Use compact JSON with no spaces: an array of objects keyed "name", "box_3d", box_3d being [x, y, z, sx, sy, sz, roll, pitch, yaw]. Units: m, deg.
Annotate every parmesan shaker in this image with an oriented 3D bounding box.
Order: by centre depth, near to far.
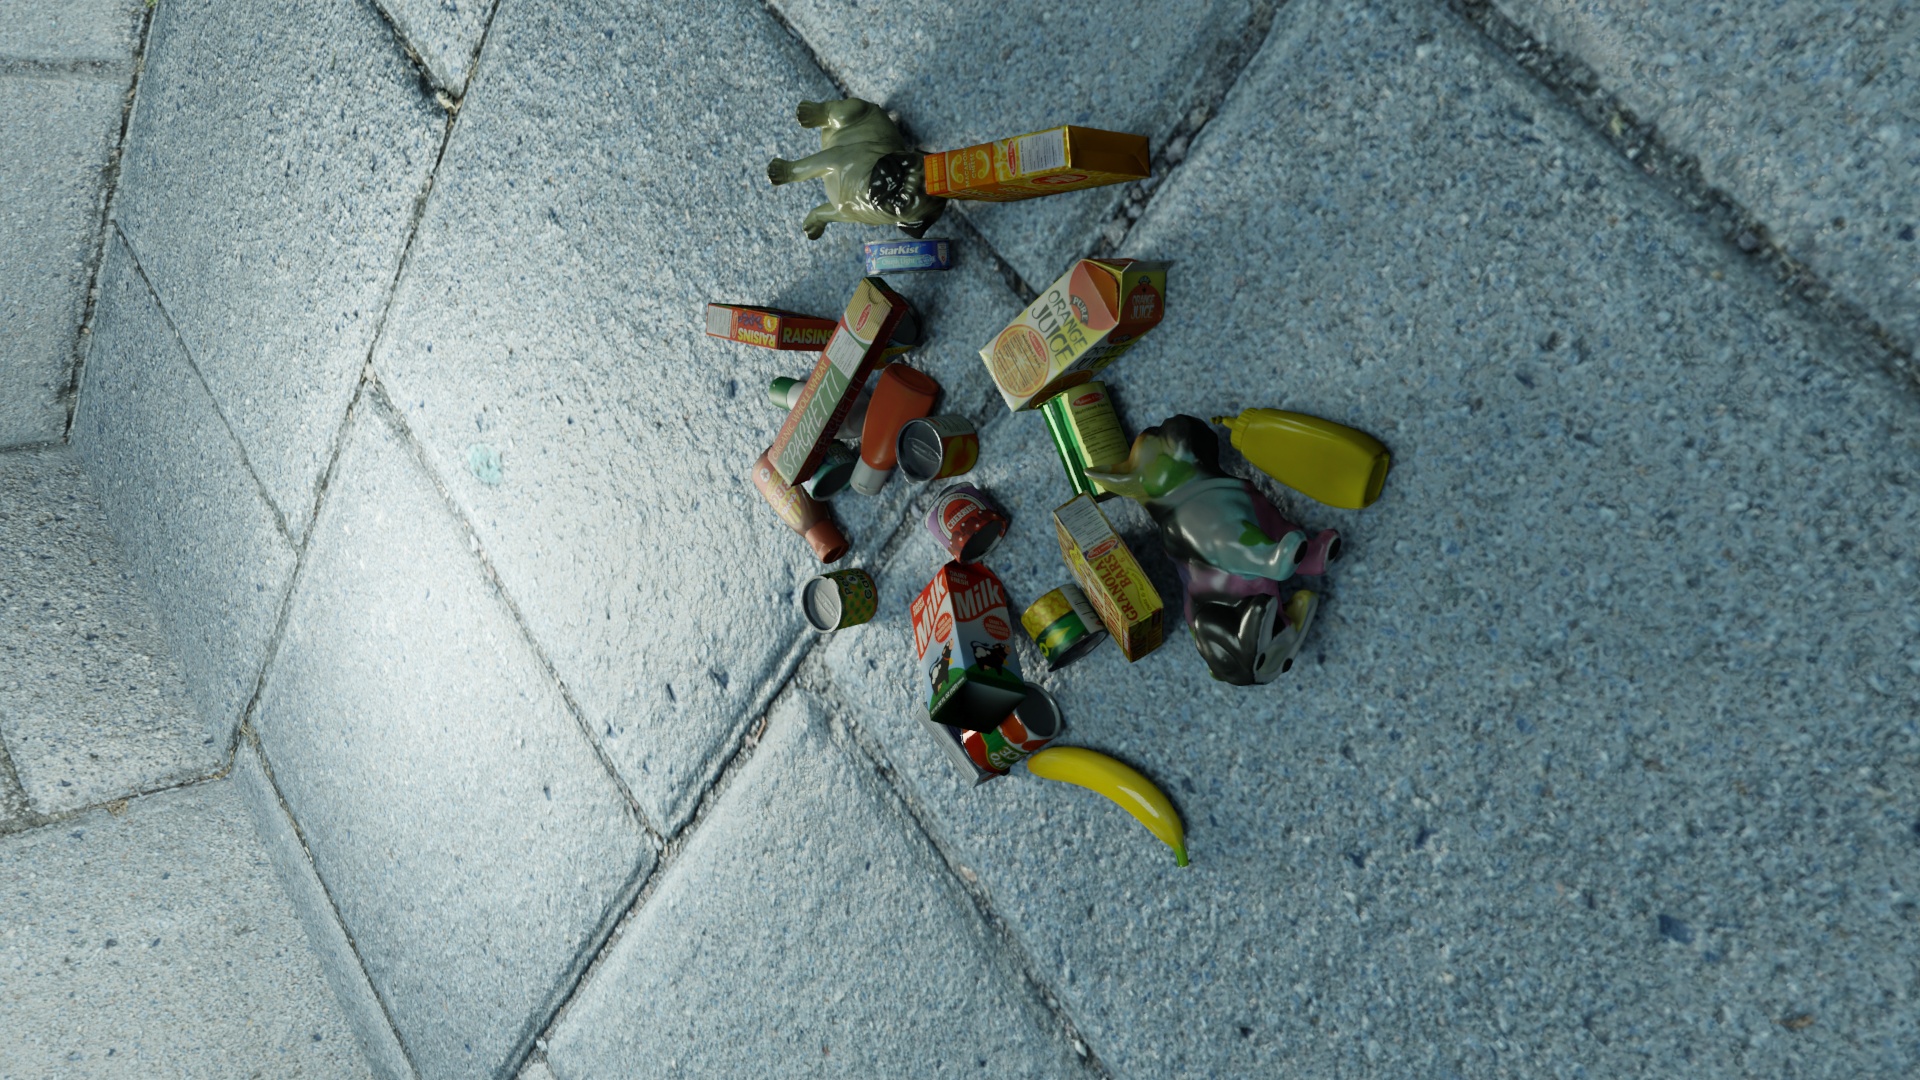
[{"name":"parmesan shaker","box_3d":[0.120,-0.089,1.301,0.071,0.071,0.103,-27,81,41]}]

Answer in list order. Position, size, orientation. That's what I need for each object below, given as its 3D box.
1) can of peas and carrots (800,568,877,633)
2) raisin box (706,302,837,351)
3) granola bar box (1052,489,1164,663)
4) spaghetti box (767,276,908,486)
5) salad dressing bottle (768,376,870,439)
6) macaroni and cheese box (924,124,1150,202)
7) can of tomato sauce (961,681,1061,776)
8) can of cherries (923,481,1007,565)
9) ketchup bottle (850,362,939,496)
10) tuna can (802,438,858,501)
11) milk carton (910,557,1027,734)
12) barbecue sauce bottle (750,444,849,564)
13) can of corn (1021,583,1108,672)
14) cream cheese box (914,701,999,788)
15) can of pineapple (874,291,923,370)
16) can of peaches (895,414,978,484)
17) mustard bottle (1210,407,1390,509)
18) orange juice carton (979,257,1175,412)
[{"name":"can of peas and carrots","box_3d":[-0.135,0.065,1.561,0.071,0.059,0.070,9,103,39]},{"name":"raisin box","box_3d":[-0.212,-0.239,1.554,0.123,0.086,0.040,18,105,38]},{"name":"granola bar box","box_3d":[0.136,0.036,1.259,0.039,0.165,0.124,-31,73,-2]},{"name":"spaghetti box","box_3d":[-0.132,-0.162,1.445,0.050,0.029,0.248,49,126,22]},{"name":"salad dressing bottle","box_3d":[-0.157,-0.152,1.545,0.148,0.044,0.064,22,67,44]},{"name":"macaroni and cheese box","box_3d":[0.069,-0.339,1.264,0.166,0.124,0.040,1,98,42]},{"name":"can of tomato sauce","box_3d":[0.053,0.192,1.414,0.082,0.071,0.071,-40,72,38]},{"name":"can of cherries","box_3d":[0.005,-0.018,1.415,0.058,0.072,0.071,47,125,24]},{"name":"ketchup bottle","box_3d":[-0.077,-0.114,1.483,0.065,0.044,0.148,29,123,2]},{"name":"tuna can","box_3d":[-0.144,-0.079,1.538,0.033,0.071,0.070,50,126,21]},{"name":"milk carton","box_3d":[0.003,0.094,1.408,0.072,0.073,0.191,-52,35,34]},{"name":"barbecue sauce bottle","box_3d":[-0.181,-0.040,1.593,0.149,0.044,0.064,53,126,20]},{"name":"can of corn","box_3d":[0.099,0.085,1.353,0.071,0.071,0.058,-48,66,36]},{"name":"cream cheese box","box_3d":[0.003,0.209,1.471,0.104,0.053,0.024,50,128,23]},{"name":"can of pineapple","box_3d":[-0.081,-0.218,1.457,0.057,0.071,0.071,-31,77,41]},{"name":"can of peaches","box_3d":[-0.024,-0.094,1.435,0.071,0.058,0.071,10,105,39]},{"name":"mustard bottle","box_3d":[0.281,-0.080,1.176,0.160,0.049,0.065,29,120,35]},{"name":"orange juice carton","box_3d":[0.113,-0.201,1.285,0.192,0.072,0.073,-38,73,39]}]
